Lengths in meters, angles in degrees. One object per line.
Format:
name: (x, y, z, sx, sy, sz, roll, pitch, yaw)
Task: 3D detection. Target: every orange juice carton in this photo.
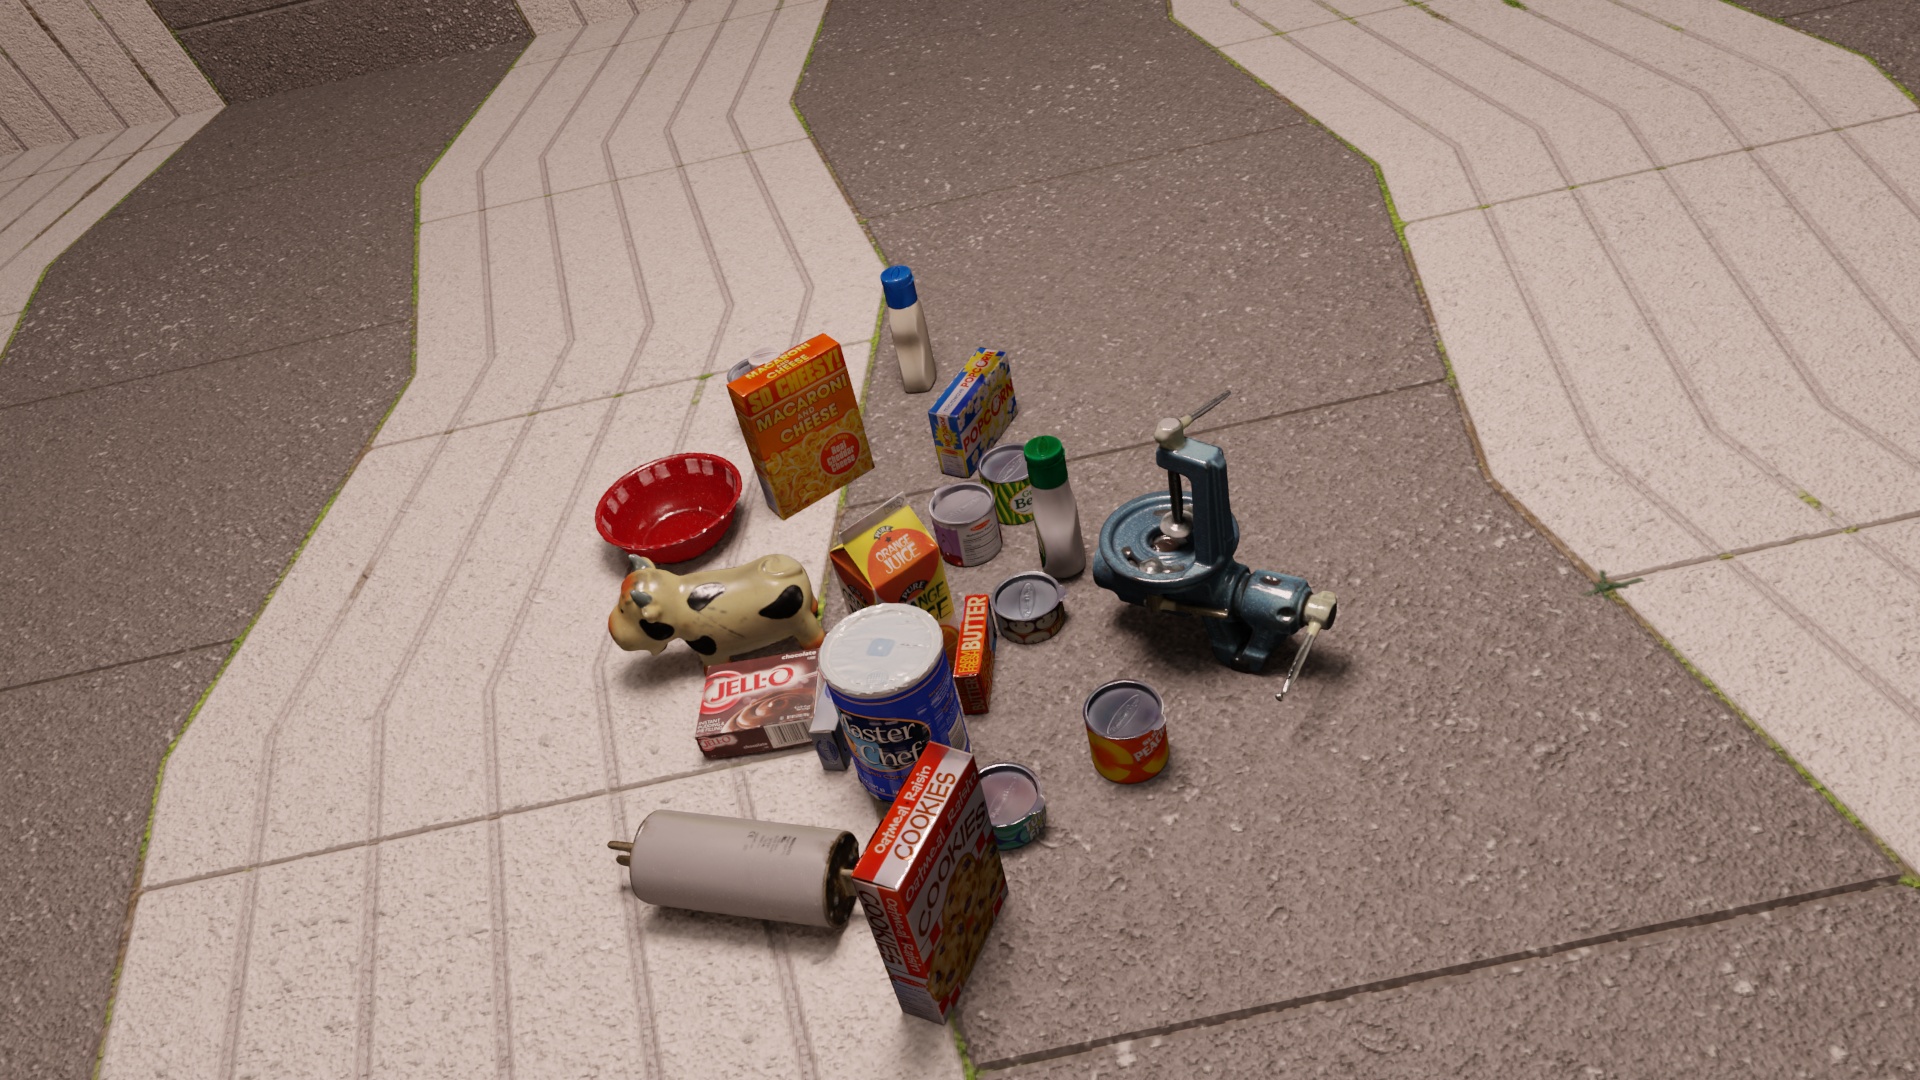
orange juice carton: (-0.057, 0.048, 1.228, 0.072, 0.191, 0.073, -33, 43, -22)

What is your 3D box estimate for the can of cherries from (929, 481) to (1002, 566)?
can of cherries: (0.005, -0.017, 1.394, 0.071, 0.058, 0.072, -8, 40, 7)

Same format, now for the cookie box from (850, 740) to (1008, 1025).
cookie box: (-0.018, 0.247, 1.000, 0.040, 0.166, 0.123, 9, 44, 25)

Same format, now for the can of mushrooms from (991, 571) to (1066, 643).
can of mushrooms: (0.066, 0.063, 1.301, 0.071, 0.033, 0.071, -8, 40, 7)

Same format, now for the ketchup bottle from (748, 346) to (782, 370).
ketchup bottle: (-0.196, -0.142, 1.526, 0.065, 0.148, 0.044, -11, 39, 3)

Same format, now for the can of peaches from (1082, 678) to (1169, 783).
can of peaches: (0.139, 0.159, 1.147, 0.071, 0.057, 0.071, -8, 40, 7)

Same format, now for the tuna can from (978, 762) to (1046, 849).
tuna can: (0.038, 0.216, 1.127, 0.071, 0.032, 0.071, -8, 40, 7)

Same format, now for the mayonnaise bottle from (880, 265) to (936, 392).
mayonnaise bottle: (-0.061, -0.247, 1.614, 0.041, 0.147, 0.065, -5, 40, 10)

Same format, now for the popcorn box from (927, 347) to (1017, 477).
popcorn box: (0.015, -0.140, 1.516, 0.038, 0.084, 0.127, 11, 45, 27)

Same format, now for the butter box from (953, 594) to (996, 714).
butter box: (0.014, 0.102, 1.254, 0.024, 0.052, 0.104, -4, 40, 11)

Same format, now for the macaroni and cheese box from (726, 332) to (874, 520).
macaroni and cheese box: (-0.168, -0.121, 1.480, 0.124, 0.165, 0.040, -32, 43, -22)

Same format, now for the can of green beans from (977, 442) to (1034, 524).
can of green beans: (0.054, -0.058, 1.429, 0.071, 0.057, 0.071, -8, 40, 7)

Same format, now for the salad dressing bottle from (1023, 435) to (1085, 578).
salad dressing bottle: (0.089, -0.032, 1.318, 0.044, 0.147, 0.064, -7, 40, 8)

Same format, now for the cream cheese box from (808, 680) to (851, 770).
cream cheese box: (-0.106, 0.148, 1.232, 0.024, 0.053, 0.104, -2, 41, 13)

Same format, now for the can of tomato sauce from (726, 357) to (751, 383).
can of tomato sauce: (-0.227, -0.164, 1.612, 0.071, 0.082, 0.071, -8, 40, 7)
